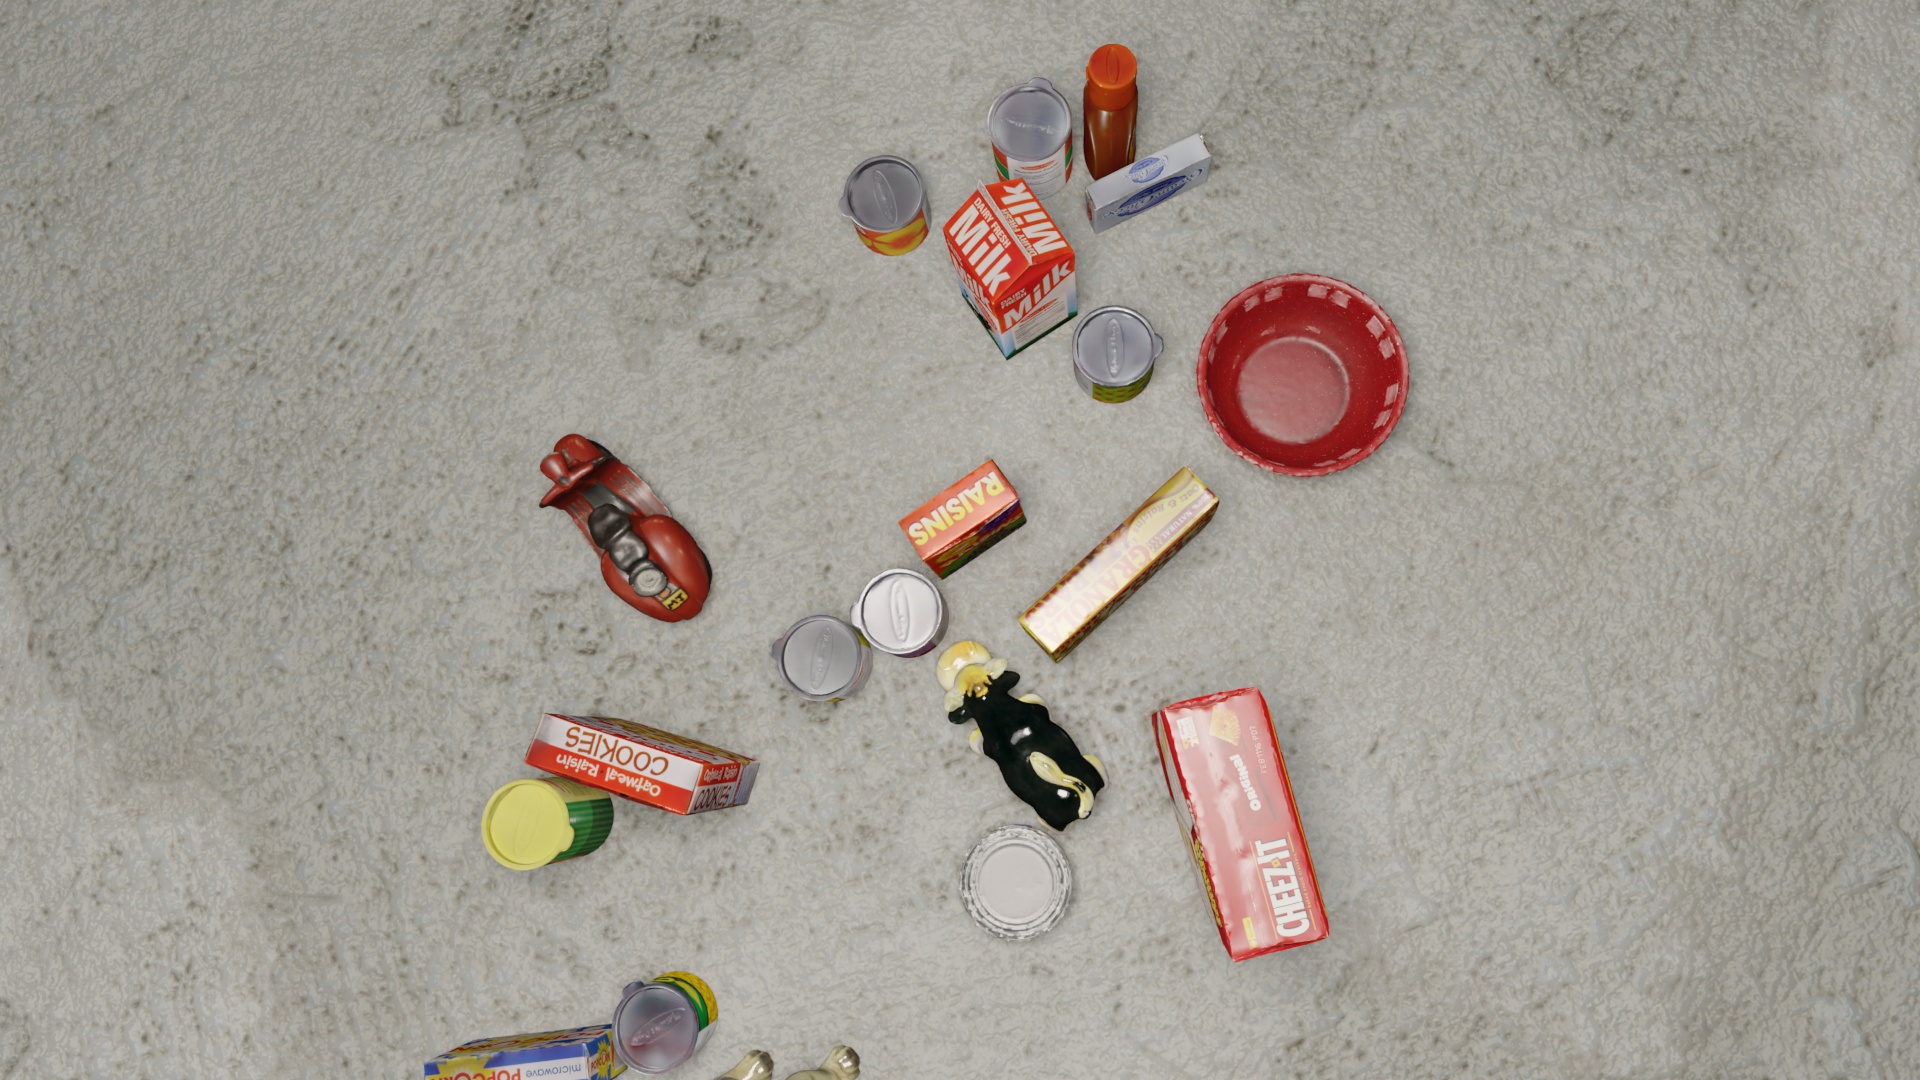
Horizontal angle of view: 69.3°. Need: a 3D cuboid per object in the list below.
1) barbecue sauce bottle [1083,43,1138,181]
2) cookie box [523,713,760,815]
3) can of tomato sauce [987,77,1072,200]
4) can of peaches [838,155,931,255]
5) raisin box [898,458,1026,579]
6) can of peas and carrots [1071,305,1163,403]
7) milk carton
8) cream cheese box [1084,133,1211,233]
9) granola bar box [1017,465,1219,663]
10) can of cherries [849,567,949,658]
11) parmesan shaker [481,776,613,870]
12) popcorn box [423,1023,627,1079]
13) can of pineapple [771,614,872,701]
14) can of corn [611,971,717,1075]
[{"bbox_3d":[0.118,-0.338,1.091,0.044,0.148,0.065,-2,81,5],"label":"barbecue sauce bottle"},{"bbox_3d":[-0.231,0.166,1.034,0.123,0.167,0.040,16,84,8],"label":"cookie box"},{"bbox_3d":[0.058,-0.324,1.127,0.071,0.083,0.071,-1,81,5],"label":"can of tomato sauce"},{"bbox_3d":[-0.061,-0.274,1.143,0.071,0.058,0.071,-1,81,5],"label":"can of peaches"},{"bbox_3d":[0.004,-0.013,1.063,0.086,0.123,0.040,-33,80,0],"label":"raisin box"},{"bbox_3d":[0.125,-0.147,1.106,0.071,0.058,0.071,-1,81,5],"label":"can of peas and carrots"},{"bbox_3d":[0.040,-0.209,1.057,0.073,0.190,0.072,-33,80,0],"label":"milk carton"},{"bbox_3d":[0.151,-0.290,1.128,0.104,0.053,0.024,-25,80,1],"label":"cream cheese box"},{"bbox_3d":[0.119,0.022,1.046,0.165,0.124,0.039,-42,80,-2],"label":"granola bar box"},{"bbox_3d":[-0.047,0.057,1.089,0.071,0.058,0.071,-1,81,5],"label":"can of cherries"},{"bbox_3d":[-0.312,0.216,1.066,0.071,0.103,0.071,-1,81,5],"label":"parmesan shaker"},{"bbox_3d":[-0.326,0.397,1.048,0.127,0.085,0.038,-8,81,4],"label":"popcorn box"},{"bbox_3d":[-0.107,0.092,1.090,0.071,0.058,0.071,-1,81,5],"label":"can of pineapple"},{"bbox_3d":[-0.225,0.364,1.058,0.071,0.058,0.071,-1,81,5],"label":"can of corn"}]
